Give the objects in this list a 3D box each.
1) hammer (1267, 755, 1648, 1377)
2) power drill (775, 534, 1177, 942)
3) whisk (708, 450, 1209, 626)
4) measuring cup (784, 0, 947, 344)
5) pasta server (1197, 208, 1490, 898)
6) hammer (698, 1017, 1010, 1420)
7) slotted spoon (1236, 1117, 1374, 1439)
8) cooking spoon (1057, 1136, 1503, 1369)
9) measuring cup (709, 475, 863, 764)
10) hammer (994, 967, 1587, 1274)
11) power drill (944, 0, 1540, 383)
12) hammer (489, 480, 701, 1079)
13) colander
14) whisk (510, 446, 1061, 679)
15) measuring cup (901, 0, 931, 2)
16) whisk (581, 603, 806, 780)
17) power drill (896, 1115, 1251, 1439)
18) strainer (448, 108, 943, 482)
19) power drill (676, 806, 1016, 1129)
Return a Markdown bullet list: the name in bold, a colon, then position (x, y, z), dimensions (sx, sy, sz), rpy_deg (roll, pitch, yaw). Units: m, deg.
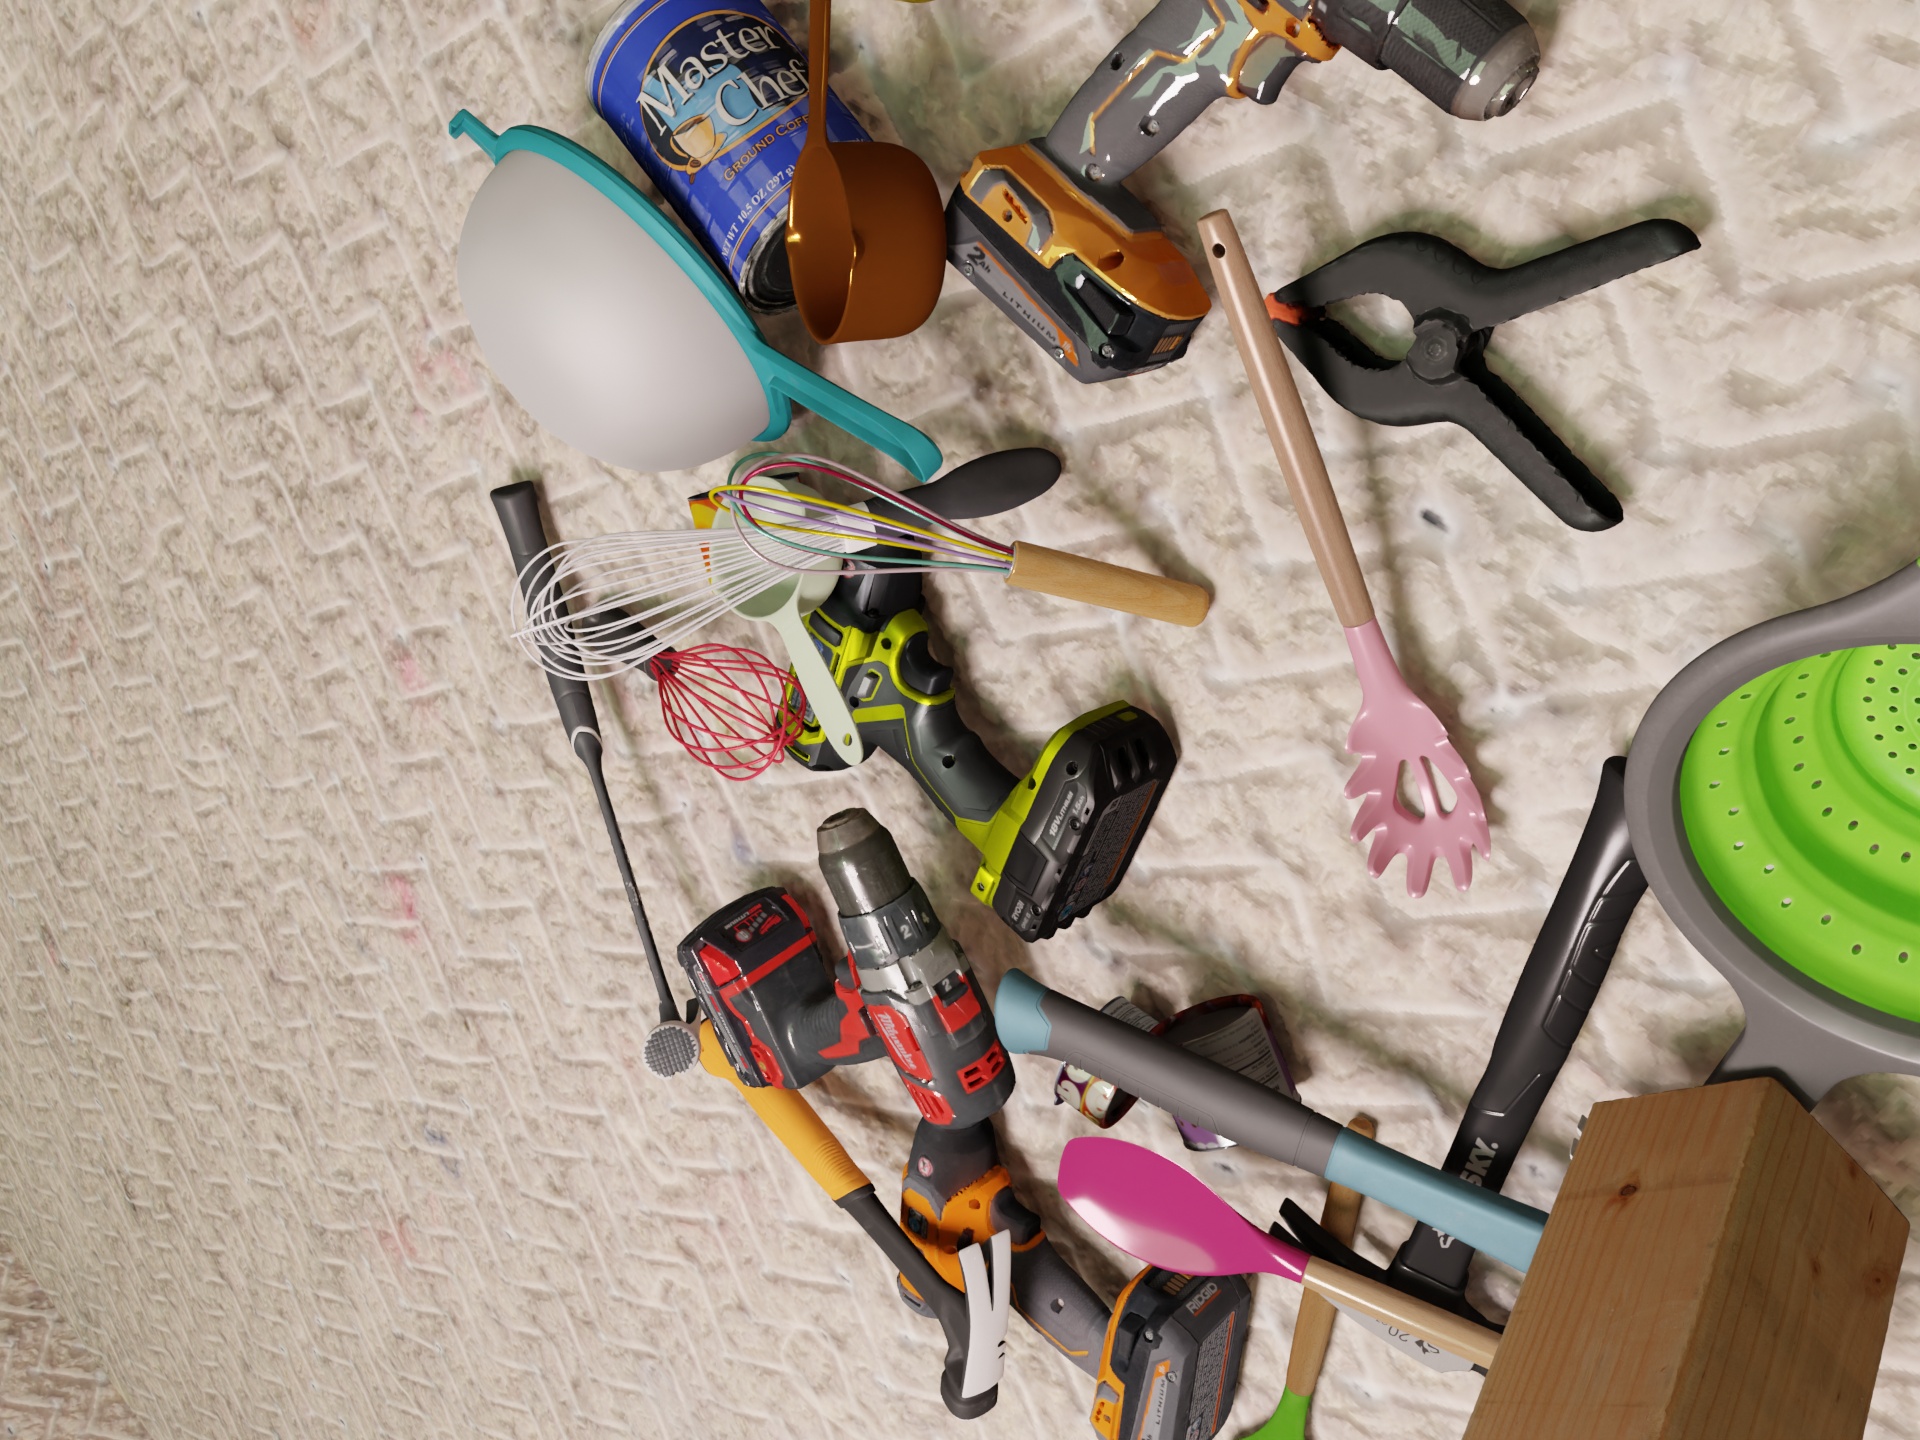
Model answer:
- **hammer**: position (0.250, 0.165, 0.734), dimensions (0.146, 0.035, 0.334), rpy_deg (22, 119, 19)
- **power drill**: position (-0.001, -0.003, 0.858), dimensions (0.223, 0.080, 0.171), rpy_deg (39, 129, 25)
- **whisk**: position (0.002, -0.081, 0.753), dimensions (0.245, 0.051, 0.047), rpy_deg (12, 140, -13)
- **measuring cup**: position (-0.040, -0.256, 0.705), dimensions (0.095, 0.052, 0.173), rpy_deg (-144, 51, -60)
- **pasta server**: position (0.160, -0.063, 0.678), dimensions (0.060, 0.040, 0.316), rpy_deg (-13, 114, 29)
- **hammer**: position (-0.080, 0.279, 1.003), dimensions (0.337, 0.034, 0.127), rpy_deg (34, 129, 46)
- **slotted spoon**: position (0.189, 0.347, 0.876), dimensions (0.070, 0.031, 0.313), rpy_deg (22, 119, 31)
- **cooking spoon**: position (0.194, 0.280, 0.780), dimensions (0.319, 0.017, 0.068), rpy_deg (19, 116, 21)
- **measuring cup**: position (-0.077, -0.052, 0.839), dimensions (0.083, 0.038, 0.168), rpy_deg (-37, 71, 36)
- **hammer**: position (0.163, 0.200, 0.753), dimensions (0.331, 0.033, 0.128), rpy_deg (21, 117, 22)
- **power drill**: position (0.109, -0.247, 0.664), dimensions (0.185, 0.084, 0.226), rpy_deg (46, 126, 14)
- **hammer**: position (-0.243, 0.033, 1.065), dimensions (0.149, 0.036, 0.409), rpy_deg (141, 112, -83)
- **colander**: position (0.345, 0.079, 0.606), dimensions (0.205, 0.094, 0.396), rpy_deg (29, 142, 23)
- **whisk**: position (-0.082, -0.085, 0.783), dimensions (0.070, 0.284, 0.070), rpy_deg (162, 89, -81)
- **measuring cup**: position (0.016, -0.389, 0.723), dimensions (0.156, 0.029, 0.062), rpy_deg (-30, 87, 31)
- **whisk**: position (-0.173, -0.029, 0.955), dimensions (0.296, 0.073, 0.073), rpy_deg (27, 126, 54)
- **power drill**: position (0.055, 0.320, 0.942), dimensions (0.227, 0.084, 0.164), rpy_deg (23, 121, 36)
- **strainer**: position (-0.153, -0.172, 0.817), dimensions (0.341, 0.095, 0.210), rpy_deg (34, 164, 34)
- **power drill**: position (-0.077, 0.142, 0.940), dimensions (0.227, 0.080, 0.188), rpy_deg (-9, 109, 52)
